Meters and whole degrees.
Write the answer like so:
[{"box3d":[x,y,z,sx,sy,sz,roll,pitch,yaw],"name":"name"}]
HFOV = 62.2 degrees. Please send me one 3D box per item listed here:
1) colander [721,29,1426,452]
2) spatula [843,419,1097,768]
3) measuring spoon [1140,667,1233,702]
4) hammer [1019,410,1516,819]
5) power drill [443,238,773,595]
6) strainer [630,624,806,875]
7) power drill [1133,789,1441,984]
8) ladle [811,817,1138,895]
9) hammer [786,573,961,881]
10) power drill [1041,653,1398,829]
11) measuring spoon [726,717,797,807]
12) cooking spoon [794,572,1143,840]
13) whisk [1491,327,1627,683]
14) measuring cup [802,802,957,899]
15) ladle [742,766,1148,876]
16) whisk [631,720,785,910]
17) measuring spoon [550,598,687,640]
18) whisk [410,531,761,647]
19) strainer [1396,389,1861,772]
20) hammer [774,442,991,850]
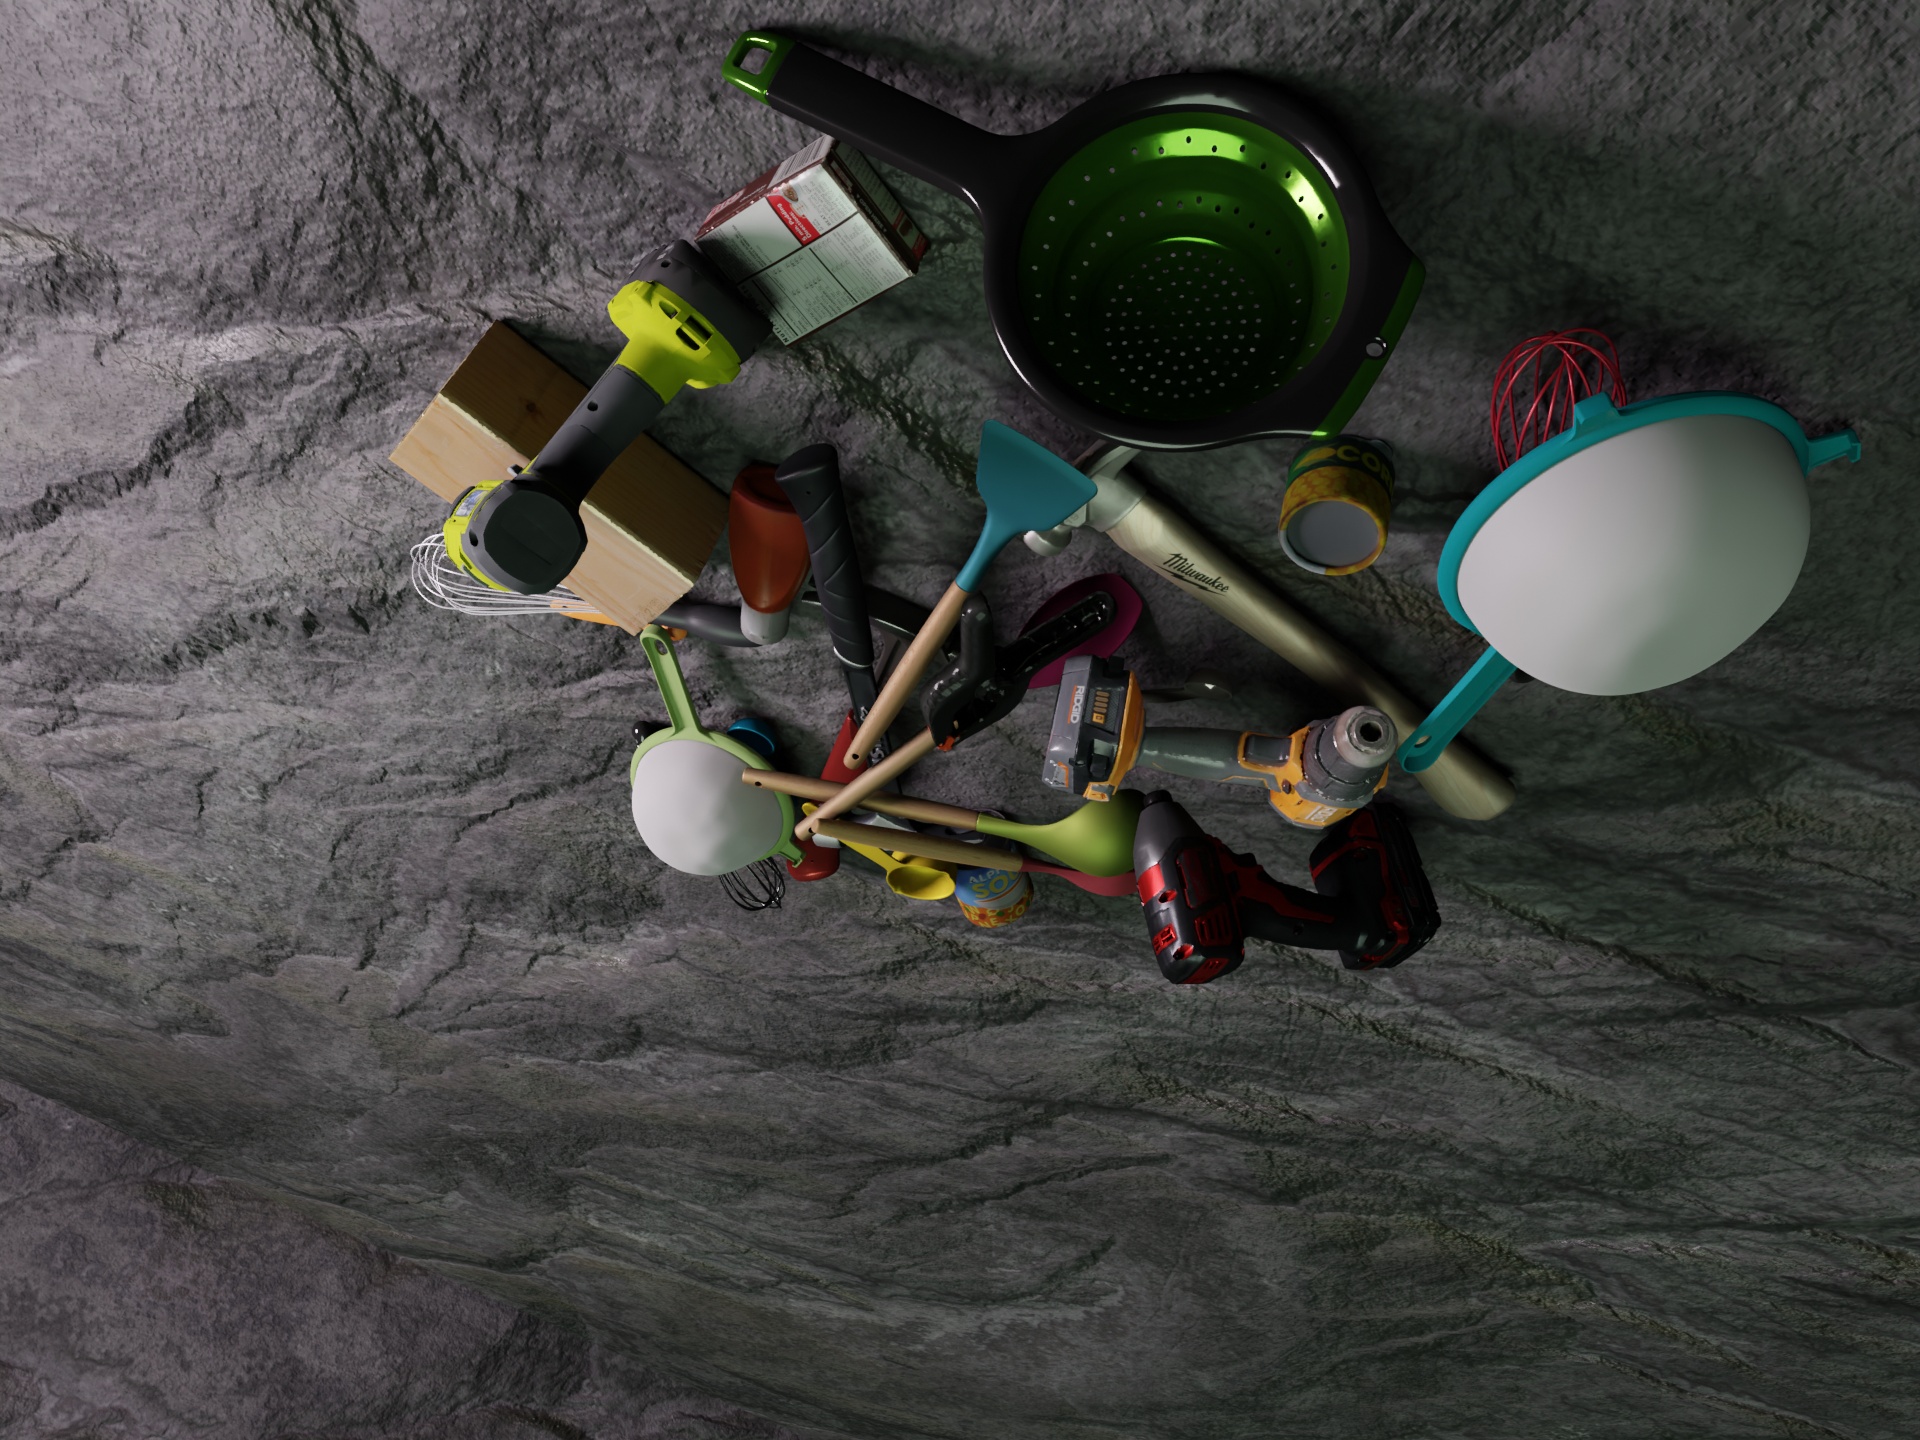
[{"box3d":[0.049,-0.269,0.869,0.397,0.204,0.094,29,177,12],"name":"colander"},{"box3d":[-0.013,-0.070,1.082,0.082,0.044,0.317,32,125,-3],"name":"spatula"},{"box3d":[0.153,-0.025,1.143,0.034,0.018,0.124,22,168,-24],"name":"measuring spoon"},{"box3d":[0.239,-0.057,1.084,0.410,0.038,0.146,35,136,-19],"name":"hammer"},{"box3d":[-0.229,-0.176,0.972,0.080,0.228,0.191,41,170,-25],"name":"power drill"},{"box3d":[-0.228,0.041,1.308,0.151,0.069,0.256,4,131,19],"name":"strainer"},{"box3d":[0.230,0.118,1.168,0.219,0.143,0.078,2,148,-24],"name":"power drill"},{"box3d":[0.025,0.108,1.260,0.315,0.031,0.069,13,168,-30],"name":"ladle"},{"box3d":[-0.097,0.025,1.306,0.149,0.037,0.358,23,140,-5],"name":"hammer"},{"box3d":[0.175,0.016,1.072,0.226,0.084,0.185,11,166,2],"name":"power drill"},{"box3d":[-0.162,0.034,1.362,0.042,0.021,0.128,6,148,20],"name":"measuring spoon"},{"box3d":[-0.002,-0.004,1.163,0.319,0.017,0.068,-37,121,18],"name":"cooking spoon"},{"box3d":[0.349,-0.119,0.957,0.073,0.073,0.295,4,144,17],"name":"whisk"},{"box3d":[-0.064,0.095,1.264,0.062,0.029,0.156,-24,132,39],"name":"measuring cup"},{"box3d":[-0.009,0.063,1.217,0.320,0.062,0.078,11,136,8],"name":"ladle"},{"box3d":[-0.225,0.088,1.424,0.055,0.055,0.238,-10,128,30],"name":"whisk"},{"box3d":[-0.275,-0.080,1.273,0.117,0.011,0.021,12,140,8],"name":"measuring spoon"},{"box3d":[-0.285,-0.095,1.229,0.284,0.070,0.070,12,140,-1],"name":"whisk"},{"box3d":[0.366,-0.041,0.943,0.211,0.095,0.340,3,143,-21],"name":"strainer"},{"box3d":[-0.070,-0.034,1.172,0.149,0.036,0.408,4,138,12],"name":"hammer"}]
